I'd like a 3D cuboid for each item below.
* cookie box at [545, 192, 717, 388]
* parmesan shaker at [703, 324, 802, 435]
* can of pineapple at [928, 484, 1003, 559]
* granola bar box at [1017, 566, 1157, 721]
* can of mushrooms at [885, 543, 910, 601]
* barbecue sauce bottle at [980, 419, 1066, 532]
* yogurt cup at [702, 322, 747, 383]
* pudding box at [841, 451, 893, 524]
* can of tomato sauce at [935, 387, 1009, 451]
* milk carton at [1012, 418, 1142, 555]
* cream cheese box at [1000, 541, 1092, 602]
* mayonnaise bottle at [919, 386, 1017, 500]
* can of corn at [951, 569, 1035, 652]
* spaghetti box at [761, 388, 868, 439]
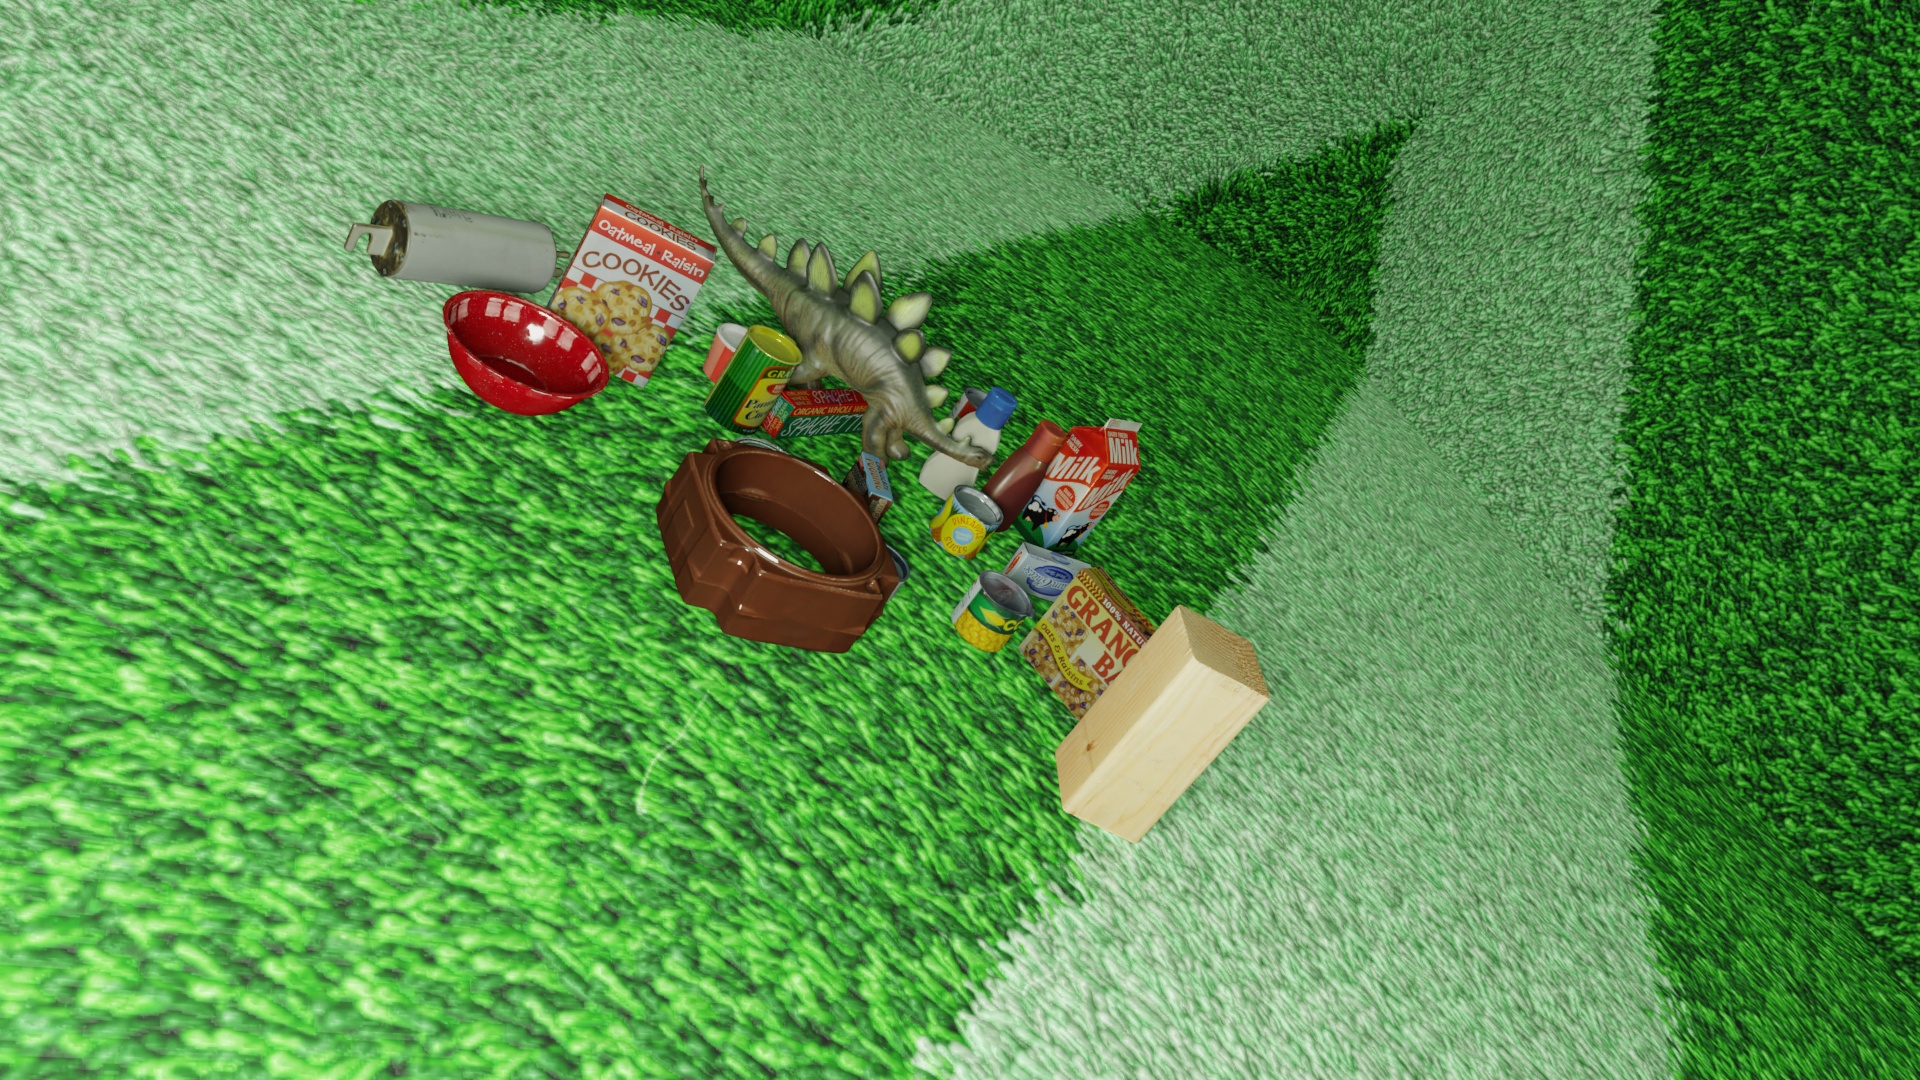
[{"bbox_3d":[-0.342,-0.253,1.418,0.123,0.166,0.040,24,28,-24],"label":"cookie box"},{"bbox_3d":[-0.223,-0.173,1.502,0.071,0.102,0.071,29,27,-16],"label":"parmesan shaker"},{"bbox_3d":[0.006,-0.020,1.577,0.071,0.057,0.071,28,27,-16],"label":"can of pineapple"},{"bbox_3d":[0.153,0.127,1.437,0.039,0.123,0.166,-2,45,-52],"label":"granola bar box"},{"bbox_3d":[-0.089,0.029,1.410,0.071,0.033,0.071,28,27,-16],"label":"can of mushrooms"},{"bbox_3d":[0.070,-0.076,1.645,0.065,0.148,0.044,6,39,-47],"label":"barbecue sauce bottle"},{"bbox_3d":[-0.255,-0.205,1.572,0.072,0.053,0.073,28,27,-16],"label":"yogurt cup"},{"bbox_3d":[-0.101,-0.053,1.511,0.030,0.049,0.084,23,29,-26],"label":"pudding box"},{"bbox_3d":[0.014,-0.140,1.756,0.071,0.082,0.071,28,27,-16],"label":"can of tomato sauce"},{"bbox_3d":[0.147,-0.073,1.685,0.072,0.189,0.073,1,43,-50],"label":"milk carton"},{"bbox_3d":[0.101,0.040,1.598,0.104,0.053,0.024,19,31,-32],"label":"cream cheese box"},{"bbox_3d":[0.013,-0.114,1.639,0.065,0.147,0.041,33,26,-7],"label":"mayonnaise bottle"},{"bbox_3d":[0.034,0.076,1.453,0.071,0.058,0.071,28,27,-16],"label":"can of corn"},{"bbox_3d":[-0.137,-0.152,1.631,0.029,0.050,0.251,46,28,19],"label":"spaghetti box"}]
